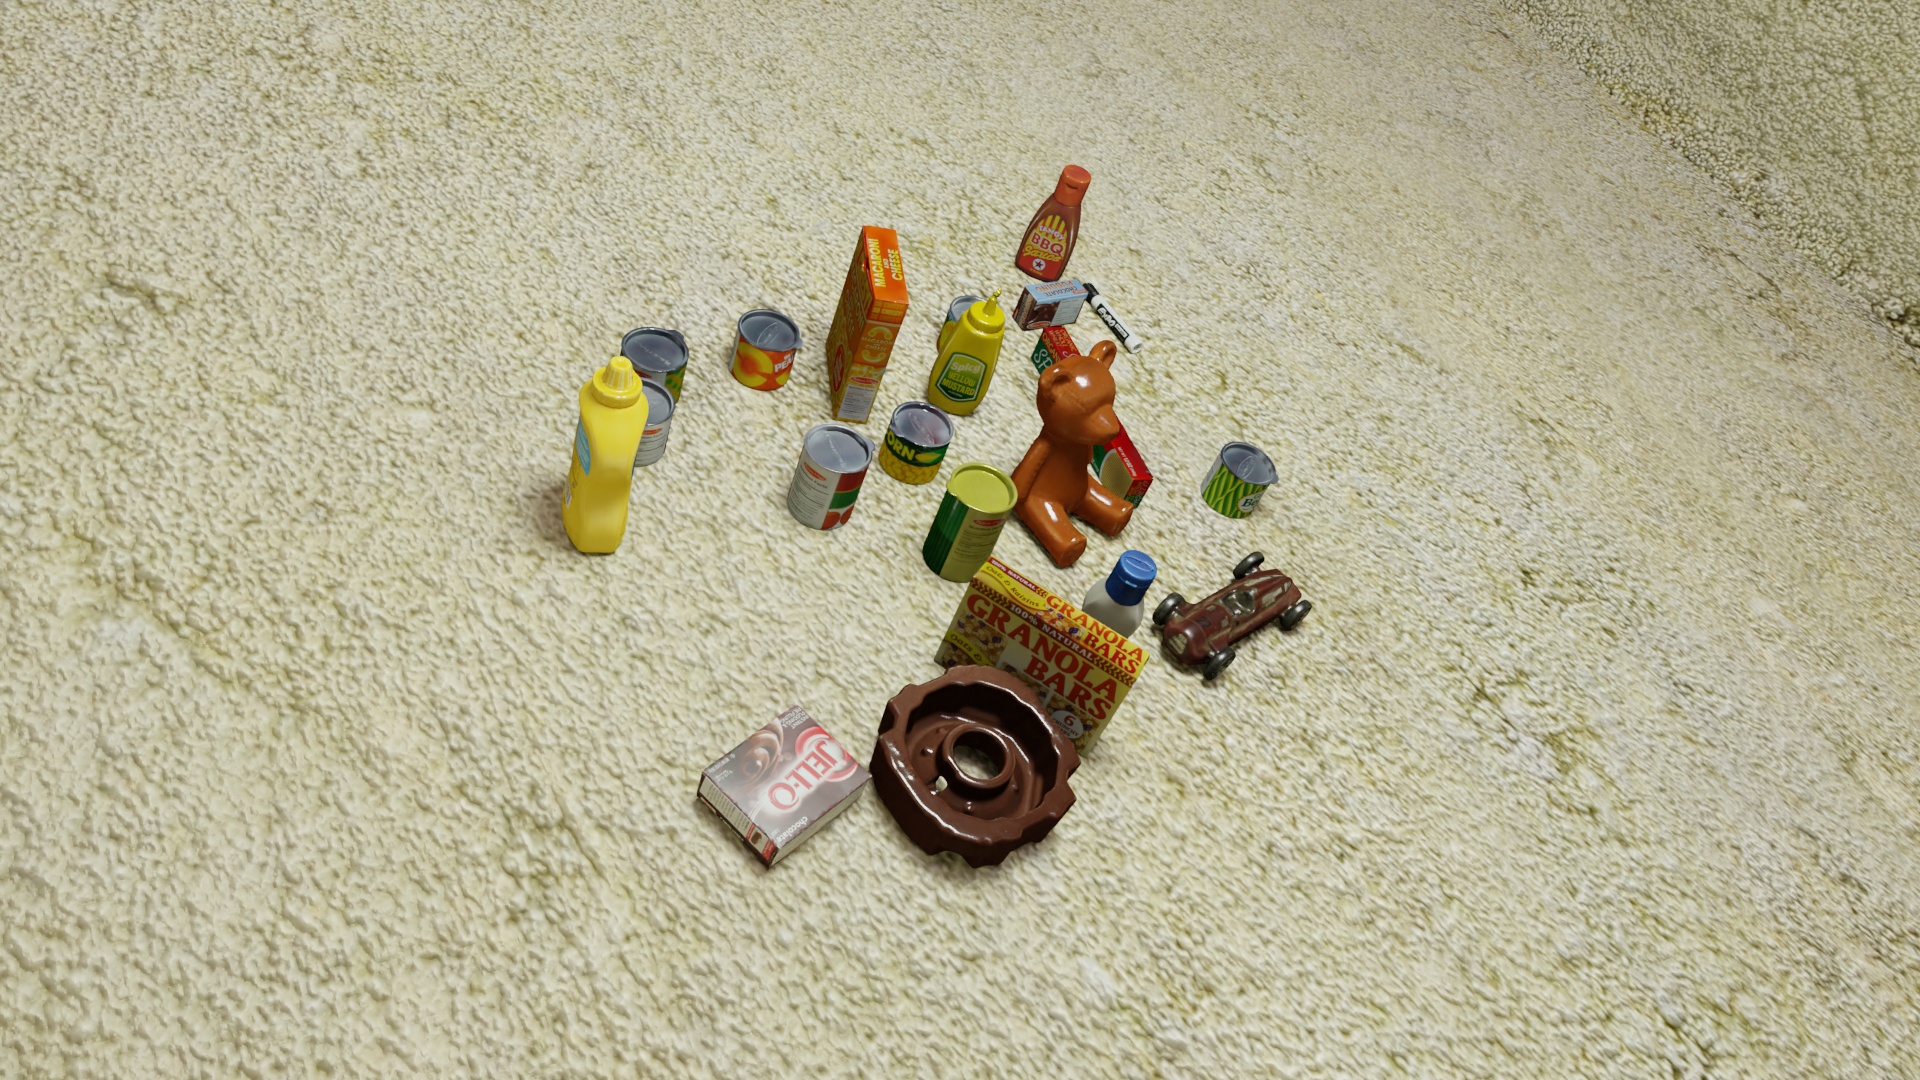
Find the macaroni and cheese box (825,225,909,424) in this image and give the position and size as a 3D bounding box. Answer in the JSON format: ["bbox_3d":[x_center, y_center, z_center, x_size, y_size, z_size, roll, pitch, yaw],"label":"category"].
[{"bbox_3d":[-0.100,-0.223,1.445,0.040,0.165,0.124,6,47,-18],"label":"macaroni and cheese box"}]

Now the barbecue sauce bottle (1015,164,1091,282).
[{"bbox_3d":[0.119,-0.392,1.712,0.065,0.147,0.044,25,44,1],"label":"barbecue sauce bottle"}]

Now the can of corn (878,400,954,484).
[{"bbox_3d":[-0.048,-0.099,1.426,0.071,0.058,0.071,12,45,-12],"label":"can of corn"}]

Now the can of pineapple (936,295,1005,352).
[{"bbox_3d":[0.010,-0.236,1.581,0.071,0.057,0.071,12,45,-12],"label":"can of pineapple"}]

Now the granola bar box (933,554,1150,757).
[{"bbox_3d":[0.070,0.103,1.235,0.166,0.123,0.039,32,44,8],"label":"granola bar box"}]

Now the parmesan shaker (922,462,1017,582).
[{"bbox_3d":[0.005,-0.017,1.337,0.071,0.102,0.072,12,45,-12],"label":"parmesan shaker"}]

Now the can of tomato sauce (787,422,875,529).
[{"bbox_3d":[-0.125,-0.062,1.339,0.071,0.082,0.071,12,45,-12],"label":"can of tomato sauce"}]

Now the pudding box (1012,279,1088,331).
[{"bbox_3d":[0.109,-0.285,1.676,0.084,0.049,0.030,-15,56,-33],"label":"pudding box"}]

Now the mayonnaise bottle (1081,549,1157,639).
[{"bbox_3d":[0.137,0.069,1.279,0.065,0.147,0.041,25,44,1],"label":"mayonnaise bottle"}]

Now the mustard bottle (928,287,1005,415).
[{"bbox_3d":[0.013,-0.205,1.480,0.065,0.159,0.049,18,44,-6],"label":"mustard bottle"}]

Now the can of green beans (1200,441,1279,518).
[{"bbox_3d":[0.309,-0.067,1.547,0.071,0.057,0.071,12,45,-12],"label":"can of green beans"}]

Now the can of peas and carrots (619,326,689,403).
[{"bbox_3d":[-0.307,-0.171,1.385,0.071,0.058,0.071,12,45,-12],"label":"can of peas and carrots"}]

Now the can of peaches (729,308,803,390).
[{"bbox_3d":[-0.204,-0.198,1.455,0.071,0.057,0.071,12,45,-12],"label":"can of peaches"}]

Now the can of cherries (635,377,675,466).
[{"bbox_3d":[-0.311,-0.115,1.329,0.071,0.058,0.072,12,45,-12],"label":"can of cherries"}]

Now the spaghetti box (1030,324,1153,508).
[{"bbox_3d":[0.144,-0.142,1.554,0.029,0.049,0.251,-5,51,-27],"label":"spaghetti box"}]
